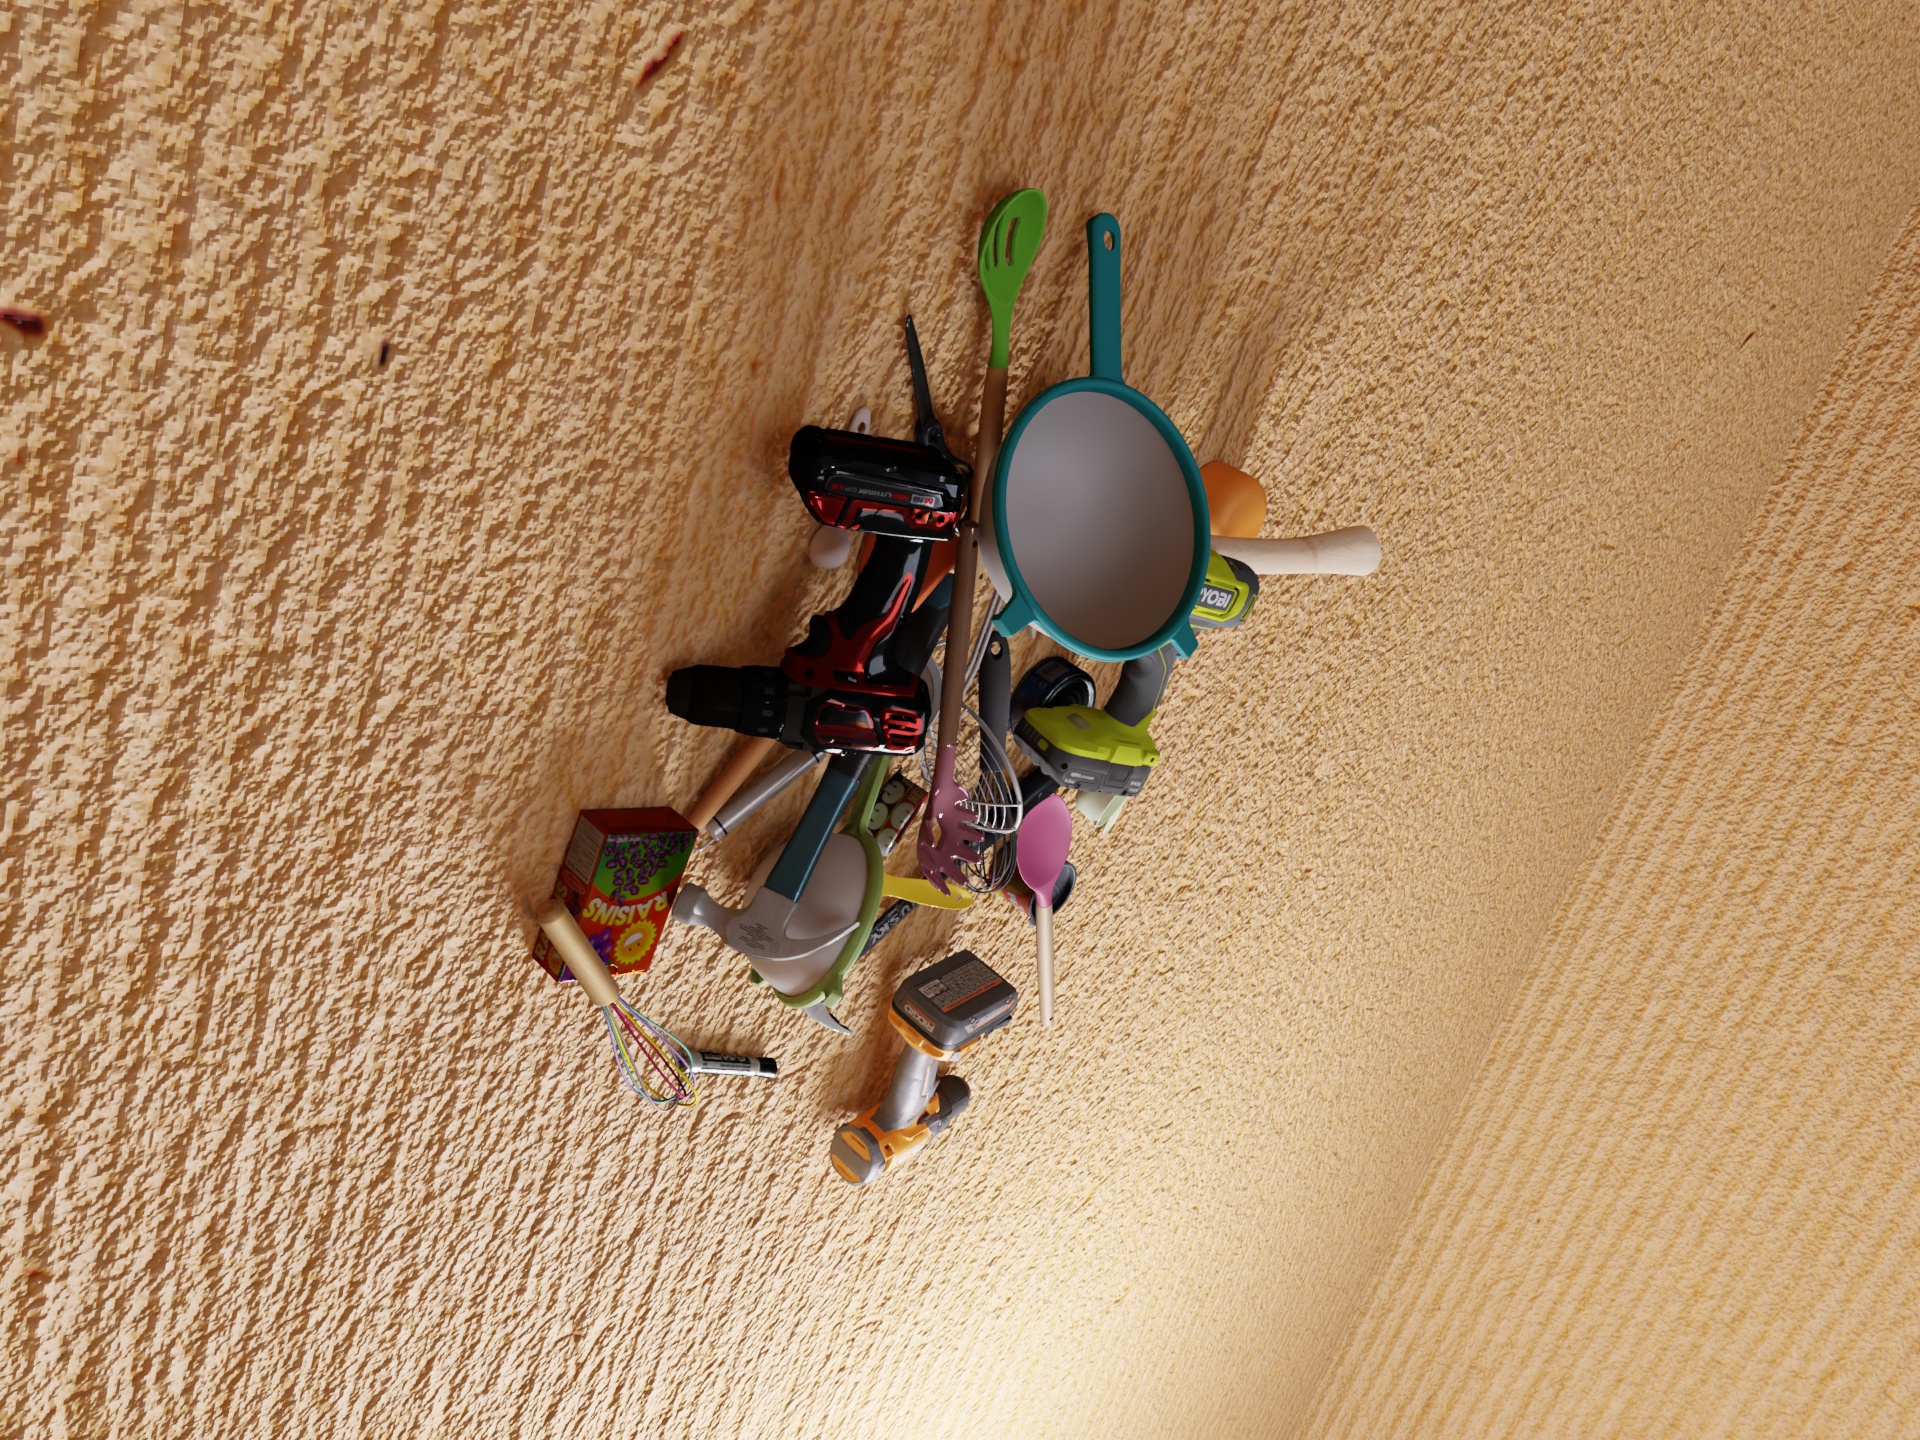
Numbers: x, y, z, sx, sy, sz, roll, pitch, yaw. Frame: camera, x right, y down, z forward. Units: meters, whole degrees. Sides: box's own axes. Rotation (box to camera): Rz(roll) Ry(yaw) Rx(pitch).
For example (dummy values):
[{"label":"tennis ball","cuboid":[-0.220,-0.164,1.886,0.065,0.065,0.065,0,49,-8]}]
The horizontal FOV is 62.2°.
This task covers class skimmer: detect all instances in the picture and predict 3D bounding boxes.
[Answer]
[{"label":"skimmer","cuboid":[0.050,-0.086,1.303,0.090,0.127,0.363,14,97,-37]}]

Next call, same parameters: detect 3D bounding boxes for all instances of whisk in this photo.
[{"label":"whisk","cuboid":[0.025,0.039,1.381,0.055,0.055,0.239,-12,110,-45]},{"label":"whisk","cuboid":[-0.244,0.210,1.151,0.051,0.047,0.244,-38,135,-19]}]

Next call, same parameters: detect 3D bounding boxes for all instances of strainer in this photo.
[{"label":"strainer","cuboid":[0.085,-0.210,1.213,0.211,0.095,0.340,5,83,-36]},{"label":"strainer","cuboid":[-0.112,0.097,1.262,0.069,0.151,0.256,26,76,-28]},{"label":"strainer","cuboid":[-0.108,0.017,1.238,0.258,0.050,0.087,-39,102,-14]}]

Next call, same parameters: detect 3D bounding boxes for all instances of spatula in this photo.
[{"label":"spatula","cuboid":[-0.120,-0.025,1.185,0.322,0.081,0.041,-51,163,0]}]

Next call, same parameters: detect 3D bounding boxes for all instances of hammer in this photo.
[{"label":"hammer","cuboid":[-0.084,0.029,1.202,0.331,0.128,0.033,-63,178,-12]},{"label":"hammer","cuboid":[0.228,-0.143,1.441,0.410,0.038,0.146,-2,123,-35]},{"label":"hammer","cuboid":[0.001,0.128,1.461,0.409,0.036,0.149,-40,143,-23]}]

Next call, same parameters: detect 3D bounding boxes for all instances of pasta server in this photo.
[{"label":"pasta server","cuboid":[-0.002,-0.004,1.213,0.060,0.040,0.316,-28,135,-43]}]

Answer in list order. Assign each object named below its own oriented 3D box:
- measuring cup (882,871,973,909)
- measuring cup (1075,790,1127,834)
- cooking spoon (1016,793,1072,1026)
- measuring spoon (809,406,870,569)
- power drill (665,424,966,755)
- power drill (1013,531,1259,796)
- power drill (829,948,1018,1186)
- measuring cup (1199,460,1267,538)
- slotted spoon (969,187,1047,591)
[{"label":"measuring cup","cuboid":[-0.057,0.144,1.367,0.156,0.029,0.062,15,77,-36]},{"label":"measuring cup","cuboid":[0.142,0.078,1.583,0.083,0.038,0.167,-47,167,-15]},{"label":"cooking spoon","cuboid":[0.079,0.189,1.513,0.069,0.017,0.318,-33,139,-28]},{"label":"measuring spoon","cuboid":[-0.081,-0.165,1.147,0.034,0.018,0.124,-8,122,-47]},{"label":"power drill","cuboid":[-0.099,-0.084,1.107,0.187,0.080,0.226,6,111,-16]},{"label":"power drill","cuboid":[0.139,-0.055,1.366,0.190,0.080,0.228,9,114,-42]},{"label":"power drill","cuboid":[-0.024,0.334,1.549,0.185,0.084,0.226,-16,136,-53]},{"label":"measuring cup","cuboid":[0.223,-0.158,1.486,0.173,0.052,0.095,-57,145,-4]},{"label":"slotted spoon","cuboid":[0.024,-0.240,1.191,0.070,0.031,0.313,-28,134,-45]}]
